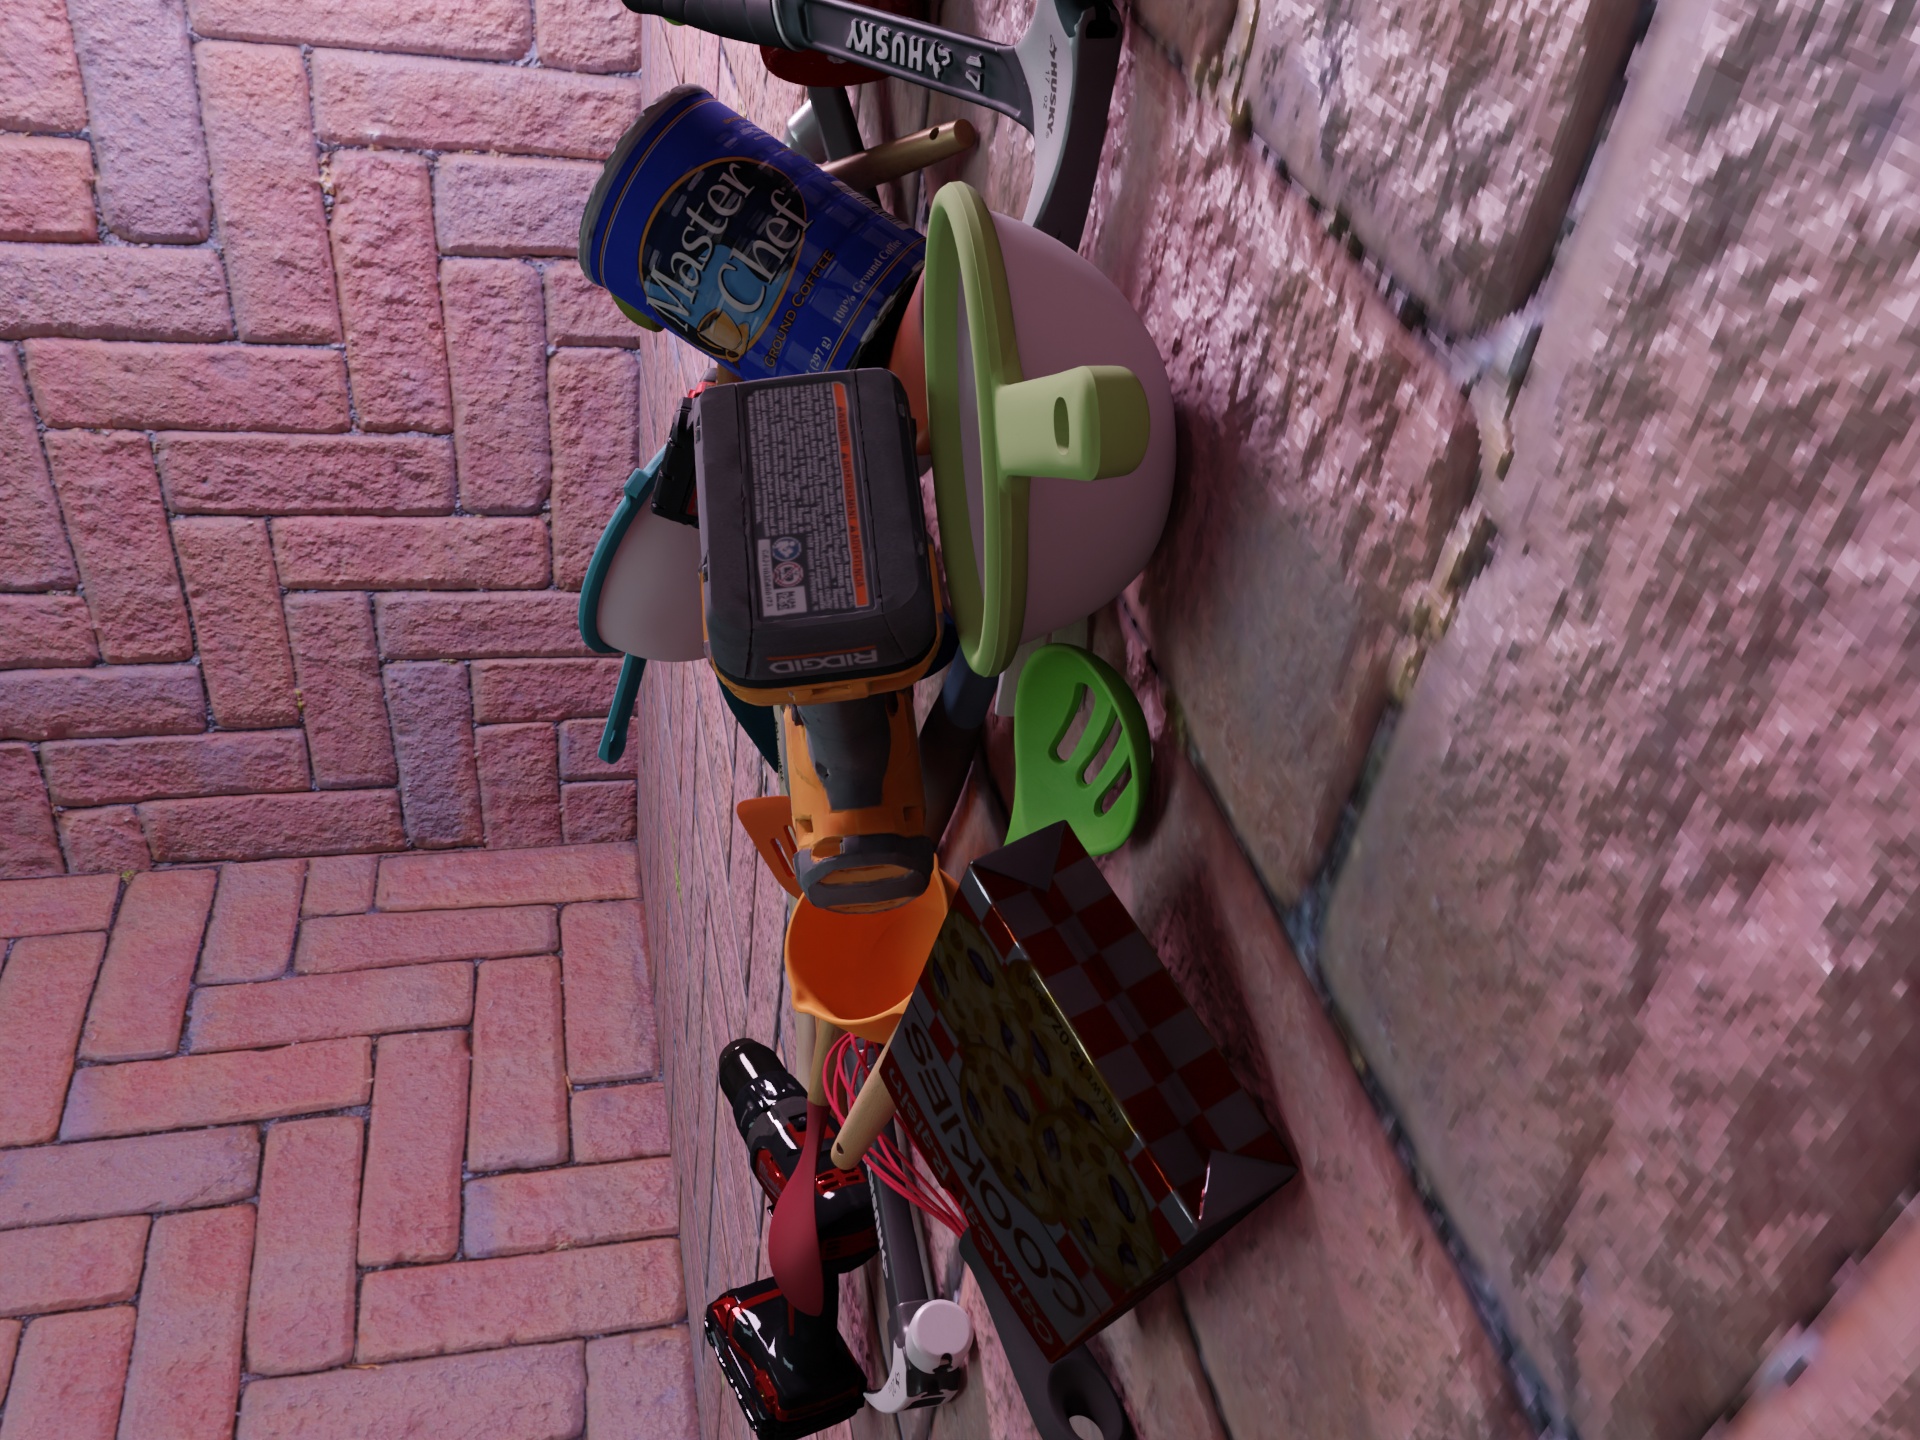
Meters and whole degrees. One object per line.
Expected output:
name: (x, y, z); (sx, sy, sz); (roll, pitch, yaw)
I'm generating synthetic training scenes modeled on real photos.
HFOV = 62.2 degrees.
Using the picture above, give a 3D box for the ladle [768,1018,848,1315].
ladle: (-0.074, 0.193, 0.906); (0.069, 0.031, 0.315); (30, 112, 62)

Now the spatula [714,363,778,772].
spatula: (-0.127, -0.091, 0.942); (0.317, 0.044, 0.082); (101, 163, -51)

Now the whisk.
whisk: (0.003, 0.212, 0.686); (0.296, 0.073, 0.073); (-133, 42, -60)

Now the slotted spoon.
slotted spoon: (0.001, 0.090, 0.616); (0.070, 0.031, 0.313); (54, 137, 29)

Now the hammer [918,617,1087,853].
hammer: (-0.001, -0.002, 0.712); (0.330, 0.033, 0.128); (111, 154, -57)

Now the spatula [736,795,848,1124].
spatula: (-0.096, 0.209, 1.078); (0.081, 0.041, 0.322); (-4, 93, 32)

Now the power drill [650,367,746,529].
power drill: (-0.146, -0.240, 1.068); (0.143, 0.078, 0.220); (128, 152, -59)

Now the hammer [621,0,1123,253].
hammer: (-0.061, -0.292, 0.676); (0.409, 0.036, 0.149); (41, 136, 47)

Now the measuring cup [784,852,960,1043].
measuring cup: (-0.007, 0.128, 0.714); (0.174, 0.095, 0.052); (42, 180, 38)

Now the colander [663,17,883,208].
colander: (-0.125, -0.392, 0.889); (0.204, 0.094, 0.397); (41, -148, -73)

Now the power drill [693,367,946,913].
power drill: (-0.052, -0.045, 0.642); (0.226, 0.084, 0.186); (87, 176, -61)

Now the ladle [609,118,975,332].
ladle: (-0.094, -0.260, 0.825); (0.320, 0.062, 0.078); (3, 78, 49)

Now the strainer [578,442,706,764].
strainer: (-0.206, -0.074, 1.223); (0.211, 0.095, 0.340); (-49, -13, -52)

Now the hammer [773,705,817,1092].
hammer: (-0.111, 0.115, 1.141); (0.146, 0.038, 0.411); (147, 119, -71)

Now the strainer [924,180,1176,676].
strainer: (0.037, -0.083, 0.447); (0.256, 0.069, 0.151); (-132, 37, -78)

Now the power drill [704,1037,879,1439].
power drill: (-0.119, 0.343, 1.066); (0.188, 0.080, 0.226); (44, 134, 47)

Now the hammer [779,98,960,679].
hammer: (-0.079, -0.183, 0.876); (0.144, 0.035, 0.406); (-36, 52, 21)

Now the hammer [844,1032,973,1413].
hammer: (-0.051, 0.232, 0.933); (0.146, 0.035, 0.335); (106, 157, -49)
